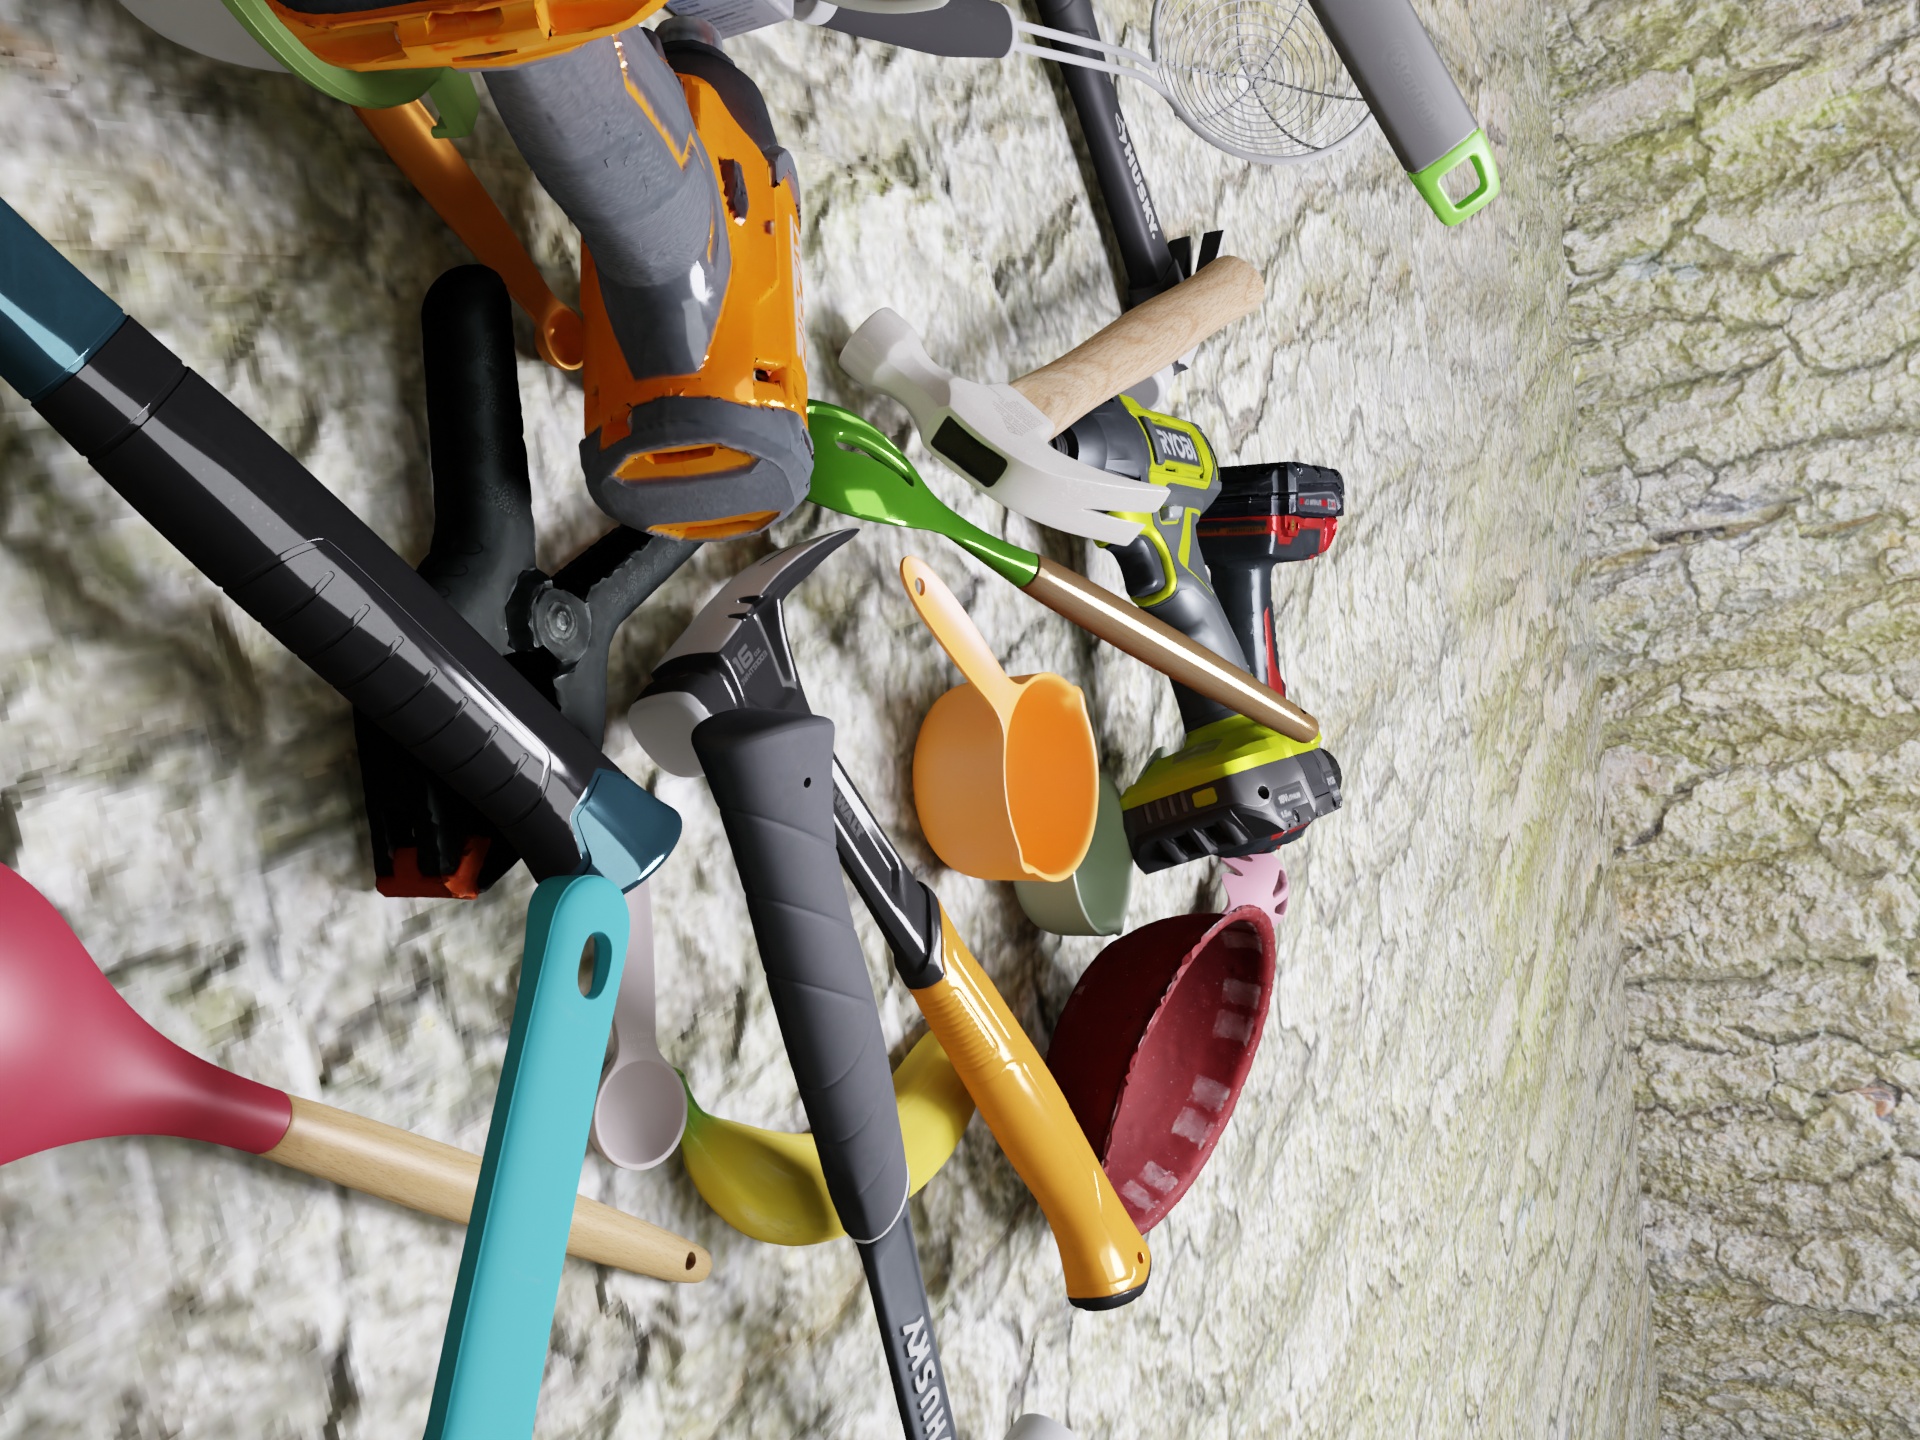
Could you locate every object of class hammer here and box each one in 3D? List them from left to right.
[{"bbox_3d":[-0.172,-0.064,0.330,0.330,0.033,0.128,51,44,-35],"label":"hammer"},{"bbox_3d":[-0.029,0.175,0.527,0.149,0.036,0.408,-41,131,-44],"label":"hammer"},{"bbox_3d":[-0.004,0.093,0.595,0.336,0.034,0.127,62,32,-24],"label":"hammer"},{"bbox_3d":[0.065,-0.337,0.811,0.334,0.035,0.146,64,37,-34],"label":"hammer"},{"bbox_3d":[0.078,-0.168,0.735,0.130,0.031,0.331,42,38,5],"label":"hammer"}]

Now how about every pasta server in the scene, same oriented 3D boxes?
[{"bbox_3d":[0.114,0.131,0.866,0.316,0.040,0.060,-22,107,-55],"label":"pasta server"}]

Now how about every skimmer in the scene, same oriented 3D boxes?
[{"bbox_3d":[0.075,-0.318,0.713,0.363,0.090,0.127,-17,86,-49],"label":"skimmer"}]

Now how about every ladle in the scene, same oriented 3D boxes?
[{"bbox_3d":[-0.153,0.108,0.395,0.315,0.031,0.069,46,49,-51],"label":"ladle"}]

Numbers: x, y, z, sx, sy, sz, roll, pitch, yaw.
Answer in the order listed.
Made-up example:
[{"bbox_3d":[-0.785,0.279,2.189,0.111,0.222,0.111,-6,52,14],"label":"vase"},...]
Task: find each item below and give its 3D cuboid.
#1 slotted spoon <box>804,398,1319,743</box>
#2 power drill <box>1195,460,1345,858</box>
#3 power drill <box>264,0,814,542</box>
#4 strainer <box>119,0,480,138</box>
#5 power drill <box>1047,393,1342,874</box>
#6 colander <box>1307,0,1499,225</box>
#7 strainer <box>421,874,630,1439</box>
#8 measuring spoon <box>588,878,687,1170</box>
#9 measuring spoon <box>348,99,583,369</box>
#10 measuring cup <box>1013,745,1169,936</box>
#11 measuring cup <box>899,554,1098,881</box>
[{"bbox_3d":[0.044,-0.051,0.633,0.313,0.031,0.070,26,24,-35],"label":"slotted spoon"},{"bbox_3d":[0.188,-0.037,0.960,0.188,0.080,0.226,-9,98,-60],"label":"power drill"},{"bbox_3d":[-0.086,-0.164,0.382,0.226,0.084,0.164,74,10,-68],"label":"power drill"},{"bbox_3d":[-0.176,-0.257,0.333,0.151,0.069,0.256,-42,124,-80],"label":"strainer"},{"bbox_3d":[0.098,-0.047,0.768,0.171,0.080,0.223,-8,78,-61],"label":"power drill"},{"bbox_3d":[0.124,-0.395,0.704,0.396,0.204,0.095,50,14,-24],"label":"colander"},{"bbox_3d":[-0.142,0.197,0.338,0.210,0.095,0.341,42,50,-55],"label":"strainer"},{"bbox_3d":[-0.107,0.076,0.494,0.034,0.018,0.124,2,79,-47],"label":"measuring spoon"},{"bbox_3d":[-0.145,-0.146,0.452,0.116,0.011,0.021,54,42,-38],"label":"measuring spoon"},{"bbox_3d":[0.067,0.048,0.779,0.167,0.038,0.083,-43,123,-60],"label":"measuring cup"},{"bbox_3d":[-0.001,-0.002,0.648,0.173,0.052,0.095,55,42,-39],"label":"measuring cup"}]
